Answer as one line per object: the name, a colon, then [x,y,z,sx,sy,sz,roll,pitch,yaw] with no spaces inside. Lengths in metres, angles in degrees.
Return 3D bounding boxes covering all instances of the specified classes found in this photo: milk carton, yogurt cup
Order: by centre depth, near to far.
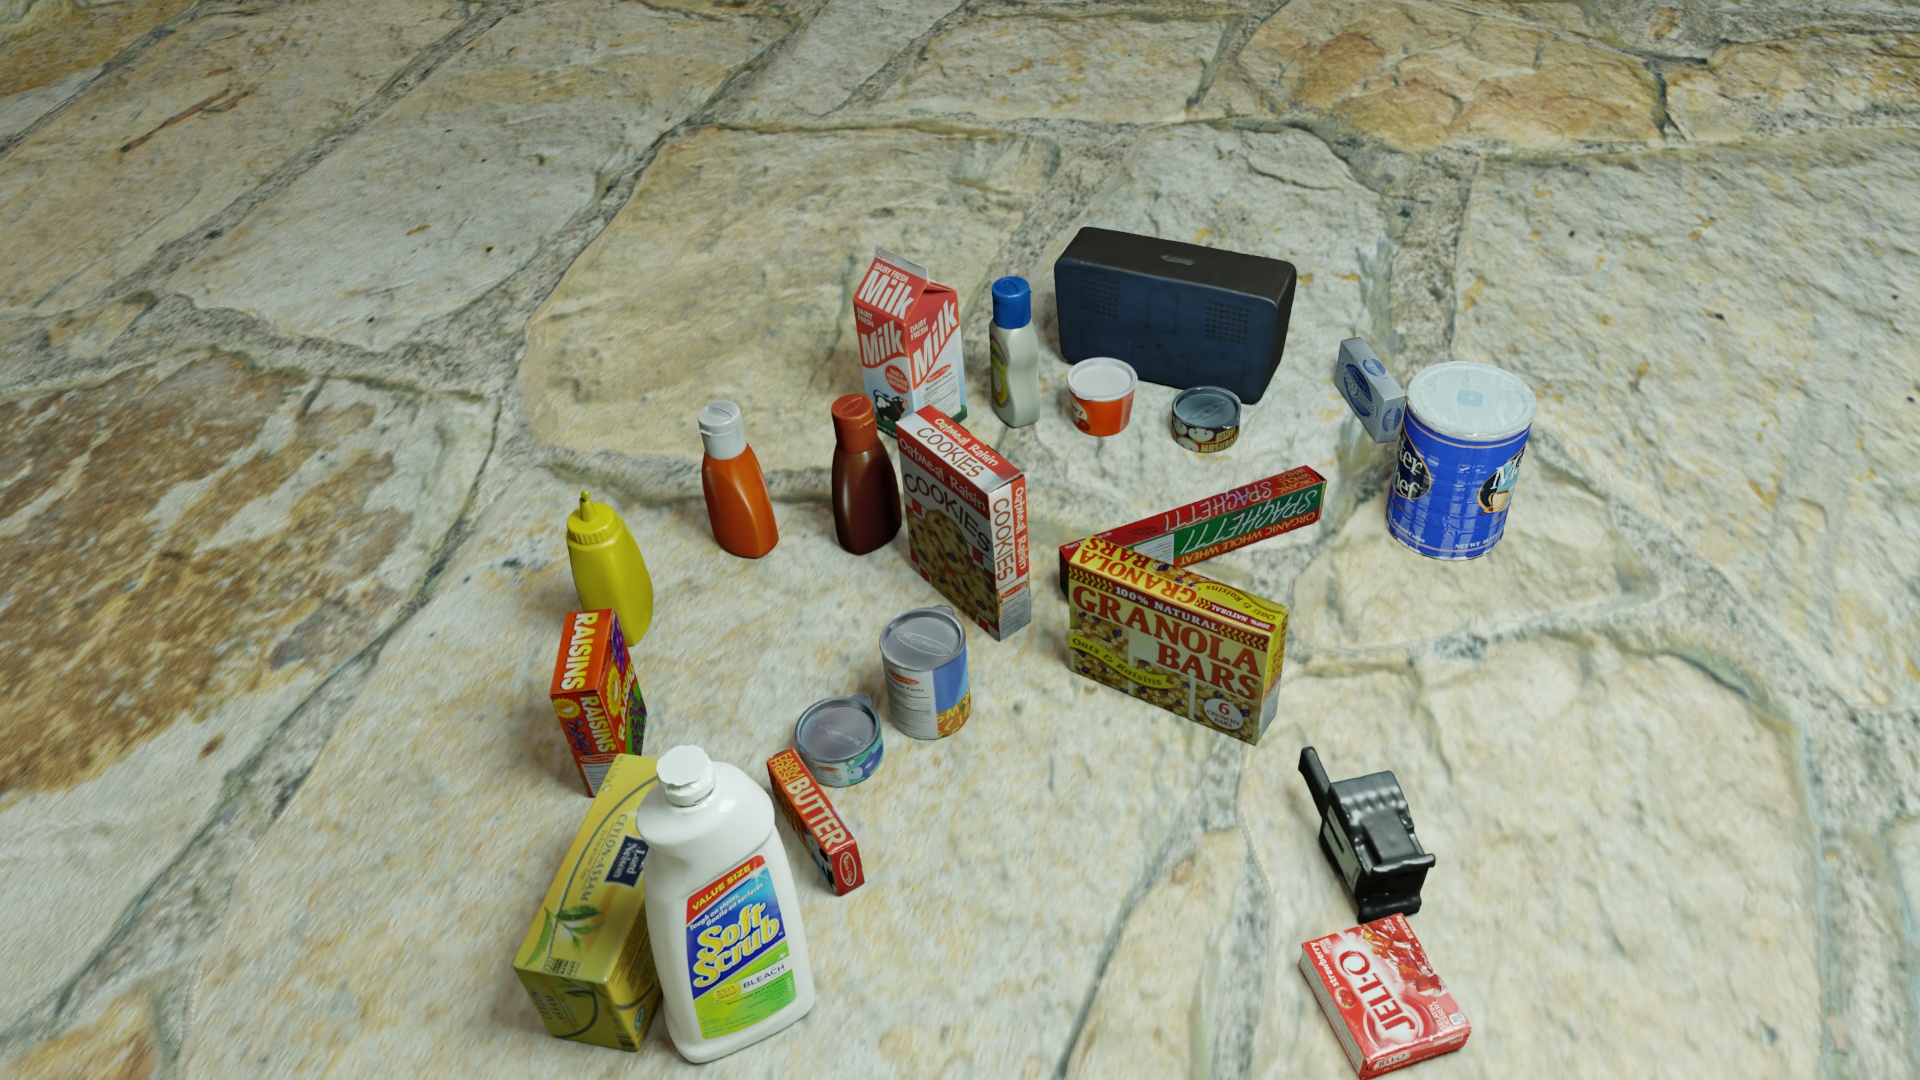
milk carton: [-0.048,-0.189,1.329,0.072,0.189,0.074,30,53,33]
yogurt cup: [0.138,-0.139,1.357,0.072,0.053,0.073,-3,42,2]

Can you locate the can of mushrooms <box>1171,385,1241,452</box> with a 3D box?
can of mushrooms: [0.238,-0.116,1.338,0.071,0.033,0.071,-3,42,2]

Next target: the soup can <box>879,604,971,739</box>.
soup can: [-0.025,0.103,1.085,0.071,0.083,0.072,-3,42,3]

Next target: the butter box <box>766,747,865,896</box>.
butter box: [-0.106,0.203,1.005,0.024,0.052,0.104,-25,46,-20]

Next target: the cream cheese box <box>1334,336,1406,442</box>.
cream cheese box: [0.395,-0.146,1.342,0.024,0.053,0.104,-11,43,-6]

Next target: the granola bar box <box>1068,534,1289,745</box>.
granola bar box: [0.163,0.077,1.066,0.166,0.123,0.039,21,48,25]

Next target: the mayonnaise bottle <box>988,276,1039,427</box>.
mayonnaise bottle: [0.051,-0.184,1.346,0.041,0.147,0.065,-19,44,-15]

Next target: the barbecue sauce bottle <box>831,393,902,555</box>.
barbecue sauce bottle: [-0.086,-0.059,1.221,0.044,0.147,0.065,29,52,32]

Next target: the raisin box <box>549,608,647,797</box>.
raisin box: [-0.272,0.124,1.055,0.040,0.122,0.086,-5,42,1]

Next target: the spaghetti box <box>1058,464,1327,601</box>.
spaghetti box: [0.203,-0.006,1.209,0.251,0.050,0.029,-18,44,-14]

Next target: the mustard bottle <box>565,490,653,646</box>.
mustard bottle: [-0.294,0.016,1.148,0.049,0.159,0.066,3,43,8]

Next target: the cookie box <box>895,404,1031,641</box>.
cookie box: [0.004,-0.014,1.149,0.040,0.166,0.123,-30,48,-25]

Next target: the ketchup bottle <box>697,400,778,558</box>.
ketchup bottle: [-0.201,-0.054,1.225,0.065,0.148,0.044,22,49,27]

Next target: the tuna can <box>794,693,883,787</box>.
tuna can: [-0.092,0.153,1.073,0.071,0.032,0.071,-3,42,2]
